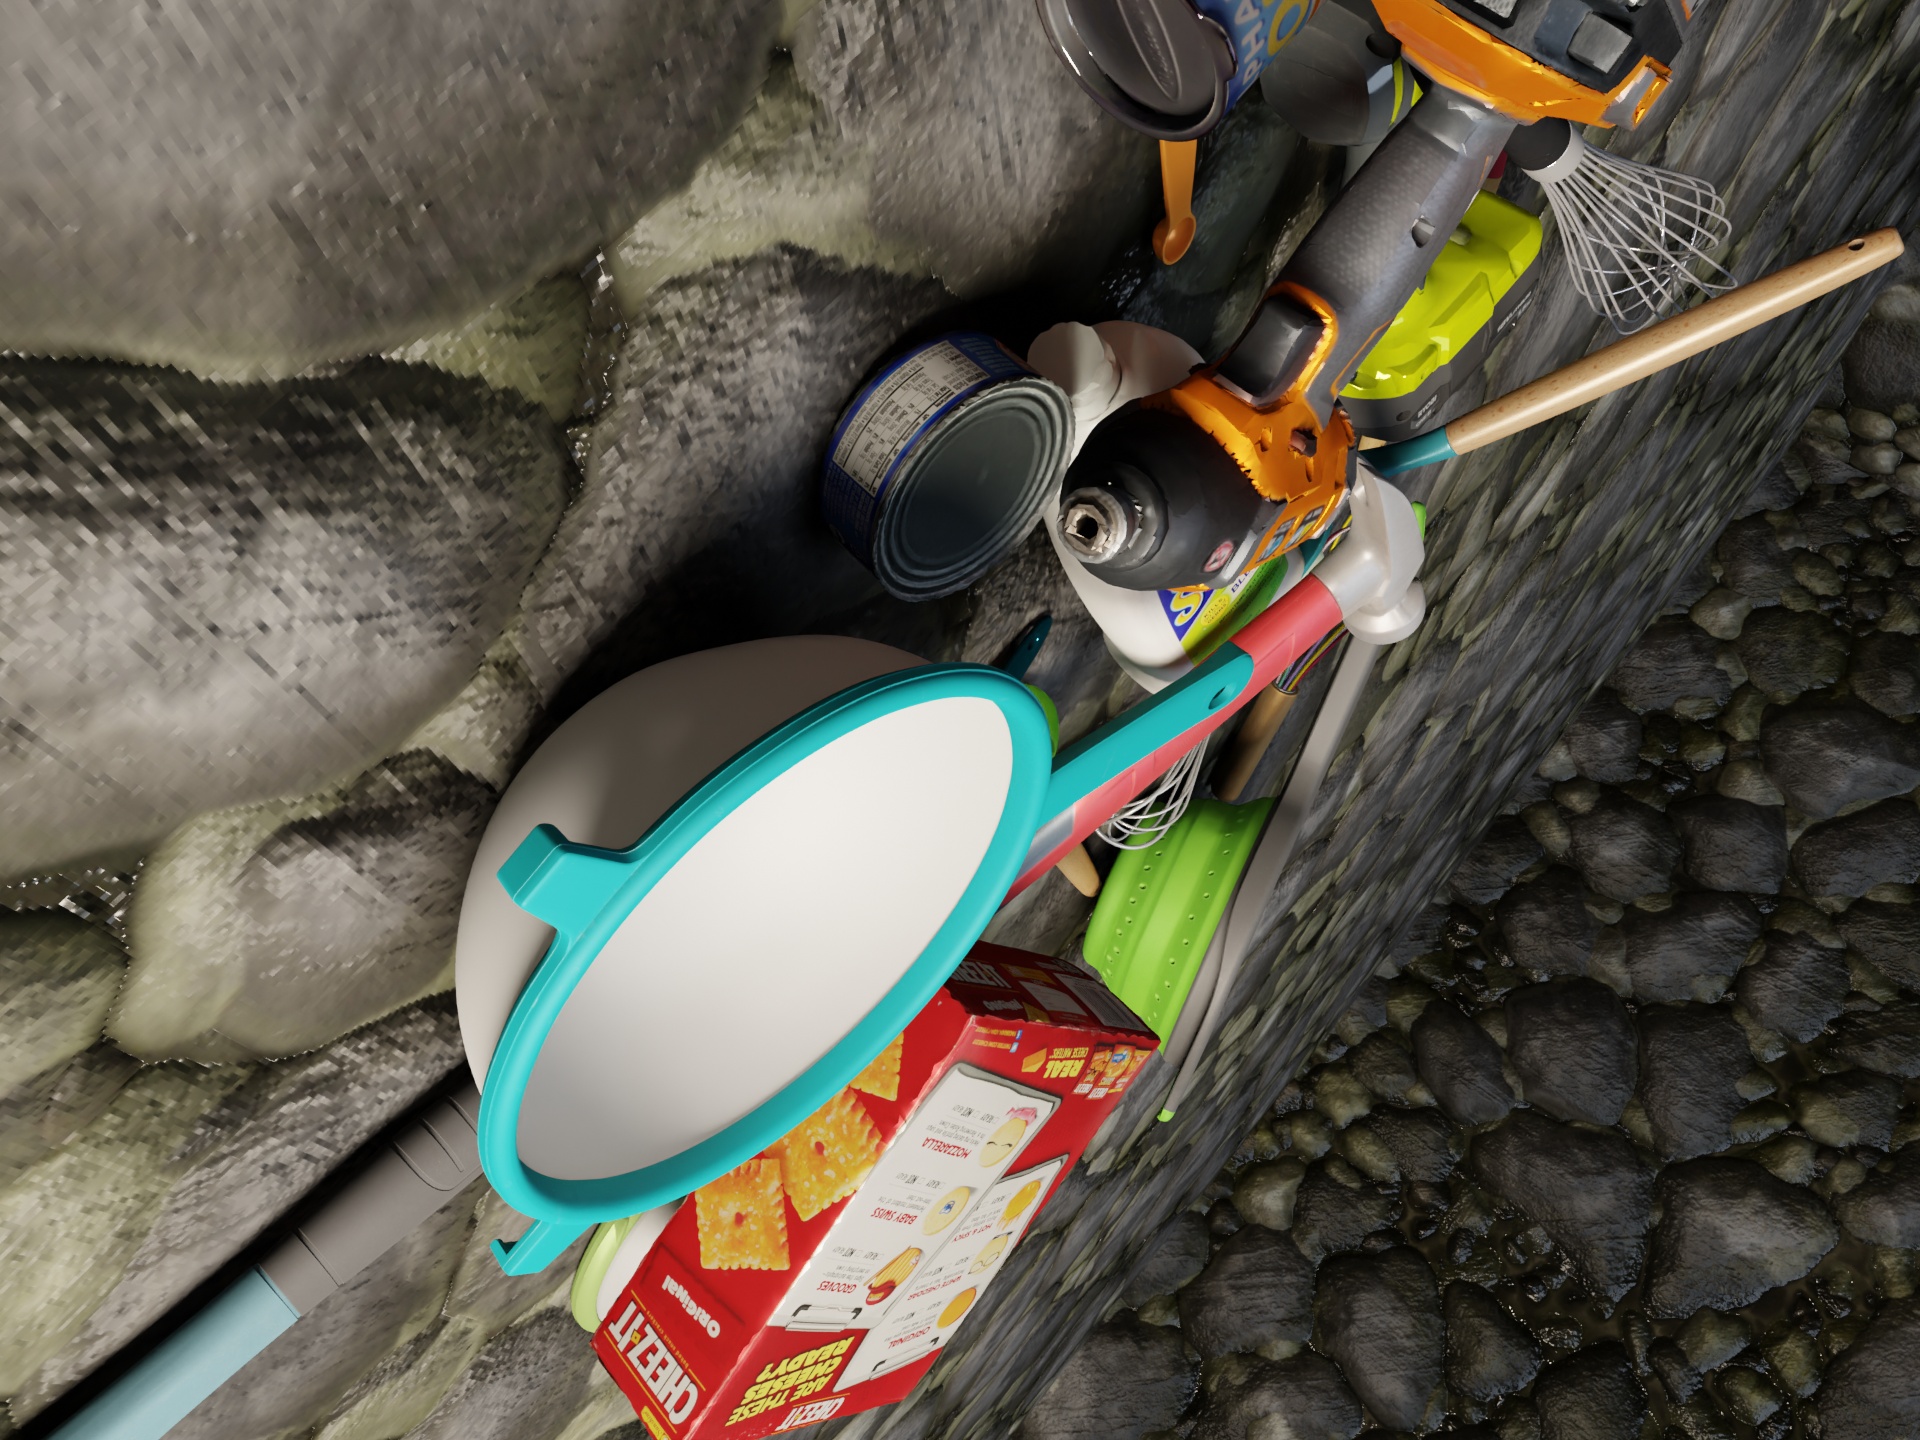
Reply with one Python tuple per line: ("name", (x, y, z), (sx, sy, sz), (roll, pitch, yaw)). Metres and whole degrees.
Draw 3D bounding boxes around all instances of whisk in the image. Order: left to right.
("whisk", (0.141, -0.017, 0.884), (0.246, 0.059, 0.058), (-47, -170, -34))
("whisk", (0.218, -0.037, 1.019), (0.051, 0.047, 0.244), (-29, 151, -47))
("whisk", (0.237, -0.209, 0.610), (0.284, 0.070, 0.070), (5, 119, -51))

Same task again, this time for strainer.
("strainer", (-0.118, 0.231, 0.713), (0.151, 0.069, 0.256), (-50, 159, -8))
("strainer", (-0.032, 0.022, 0.531), (0.340, 0.095, 0.210), (-29, 148, -38))

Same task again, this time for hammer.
("hammer", (-0.205, 0.171, 0.506), (0.331, 0.033, 0.128), (-40, 153, -29))
("hammer", (0.038, 0.038, 0.677), (0.386, 0.038, 0.143), (-41, 151, 2))

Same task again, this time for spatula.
("spatula", (0.248, -0.132, 0.709), (0.317, 0.082, 0.044), (-23, 139, 34))

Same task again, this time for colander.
("colander", (0.165, 0.042, 0.964), (0.397, 0.094, 0.204), (-69, 167, 14))

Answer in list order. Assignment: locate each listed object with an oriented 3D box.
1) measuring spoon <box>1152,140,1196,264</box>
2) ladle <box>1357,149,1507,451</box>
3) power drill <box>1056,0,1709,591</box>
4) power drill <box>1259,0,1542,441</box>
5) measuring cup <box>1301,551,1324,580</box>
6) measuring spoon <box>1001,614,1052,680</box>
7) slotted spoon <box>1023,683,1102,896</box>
("measuring spoon", (0.071, -0.204, 0.542), (0.021, 0.011, 0.116), (-44, 152, -20))
("ladle", (0.255, -0.254, 0.804), (0.069, 0.031, 0.315), (-38, 155, -34))
("power drill", (0.110, -0.134, 0.459), (0.164, 0.084, 0.226), (-28, 153, -56))
("power drill", (0.192, -0.236, 0.644), (0.171, 0.080, 0.223), (-46, 153, -16))
("measuring cup", (0.192, -0.103, 0.865), (0.167, 0.038, 0.083), (-53, 165, -15))
("measuring spoon", (-0.001, -0.002, 0.685), (0.129, 0.021, 0.042), (-53, 158, -25))
("slotted spoon", (0.048, 0.055, 0.842), (0.070, 0.031, 0.313), (-53, 159, -7))
